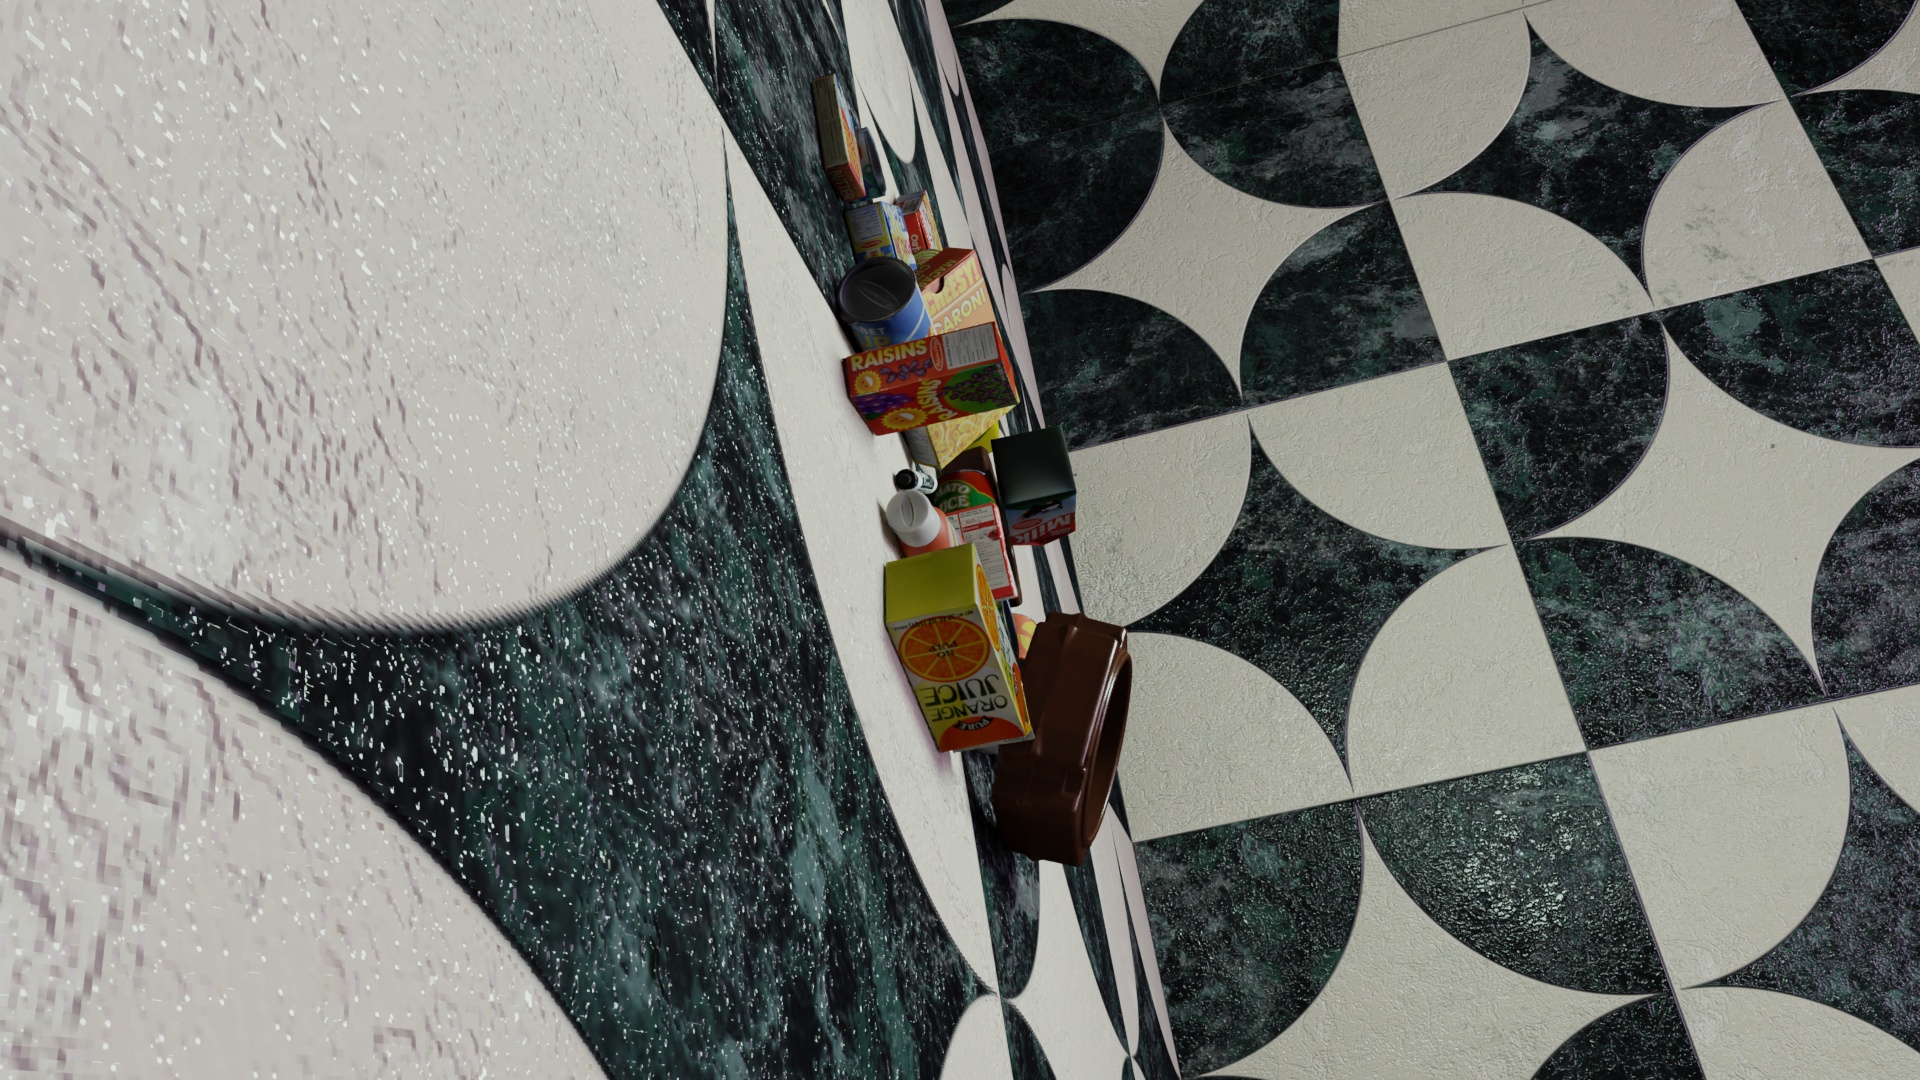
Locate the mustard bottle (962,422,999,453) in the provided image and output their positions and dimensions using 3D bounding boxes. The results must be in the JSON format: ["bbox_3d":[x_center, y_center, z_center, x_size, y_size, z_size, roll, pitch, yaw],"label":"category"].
[{"bbox_3d":[-0.008,-0.166,1.520,0.049,0.065,0.159,-100,168,-65],"label":"mustard bottle"}]

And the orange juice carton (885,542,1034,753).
[{"bbox_3d":[0.002,0.100,1.089,0.073,0.072,0.191,-93,167,-50],"label":"orange juice carton"}]

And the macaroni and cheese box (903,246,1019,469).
[{"bbox_3d":[-0.014,-0.169,1.290,0.124,0.040,0.165,-43,131,-32],"label":"macaroni and cheese box"}]

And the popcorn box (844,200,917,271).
[{"bbox_3d":[-0.072,-0.274,1.318,0.127,0.038,0.085,-63,138,-78],"label":"popcorn box"}]

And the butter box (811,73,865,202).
[{"bbox_3d":[-0.110,-0.361,1.247,0.053,0.024,0.104,58,20,-66],"label":"butter box"}]

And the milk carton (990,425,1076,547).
[{"bbox_3d":[0.077,-0.048,1.430,0.190,0.073,0.072,75,3,-75],"label":"milk carton"}]

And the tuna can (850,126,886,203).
[{"bbox_3d":[-0.094,-0.352,1.309,0.071,0.033,0.071,-16,92,-82],"label":"tuna can"}]

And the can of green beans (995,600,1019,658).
[{"bbox_3d":[0.019,0.083,1.285,0.071,0.058,0.071,-16,92,-82],"label":"can of green beans"}]

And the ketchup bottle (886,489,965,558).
[{"bbox_3d":[-0.027,0.000,1.158,0.148,0.043,0.065,56,22,-67],"label":"ketchup bottle"}]

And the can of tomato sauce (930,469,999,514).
[{"bbox_3d":[0.005,-0.017,1.334,0.071,0.071,0.083,69,12,-47],"label":"can of tomato sauce"}]

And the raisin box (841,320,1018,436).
[{"bbox_3d":[-0.022,-0.128,1.109,0.086,0.123,0.040,57,22,-70],"label":"raisin box"}]

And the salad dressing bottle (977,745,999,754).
[{"bbox_3d":[0.021,0.156,1.239,0.147,0.044,0.064,47,42,-73],"label":"salad dressing bottle"}]

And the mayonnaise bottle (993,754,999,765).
[{"bbox_3d":[0.035,0.144,1.362,0.065,0.041,0.147,-73,149,-67],"label":"mayonnaise bottle"}]

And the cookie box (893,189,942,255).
[{"bbox_3d":[-0.045,-0.327,1.595,0.168,0.040,0.122,-84,159,-68],"label":"cookie box"}]

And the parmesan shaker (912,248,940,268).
[{"bbox_3d":[-0.035,-0.267,1.469,0.103,0.071,0.071,-95,169,-68],"label":"parmesan shaker"}]

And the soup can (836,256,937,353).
[{"bbox_3d":[-0.061,-0.182,1.151,0.083,0.071,0.071,66,13,-59],"label":"soup can"}]

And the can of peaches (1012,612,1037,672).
[{"bbox_3d":[0.049,0.116,1.423,0.071,0.071,0.058,68,12,-48],"label":"can of peaches"}]
